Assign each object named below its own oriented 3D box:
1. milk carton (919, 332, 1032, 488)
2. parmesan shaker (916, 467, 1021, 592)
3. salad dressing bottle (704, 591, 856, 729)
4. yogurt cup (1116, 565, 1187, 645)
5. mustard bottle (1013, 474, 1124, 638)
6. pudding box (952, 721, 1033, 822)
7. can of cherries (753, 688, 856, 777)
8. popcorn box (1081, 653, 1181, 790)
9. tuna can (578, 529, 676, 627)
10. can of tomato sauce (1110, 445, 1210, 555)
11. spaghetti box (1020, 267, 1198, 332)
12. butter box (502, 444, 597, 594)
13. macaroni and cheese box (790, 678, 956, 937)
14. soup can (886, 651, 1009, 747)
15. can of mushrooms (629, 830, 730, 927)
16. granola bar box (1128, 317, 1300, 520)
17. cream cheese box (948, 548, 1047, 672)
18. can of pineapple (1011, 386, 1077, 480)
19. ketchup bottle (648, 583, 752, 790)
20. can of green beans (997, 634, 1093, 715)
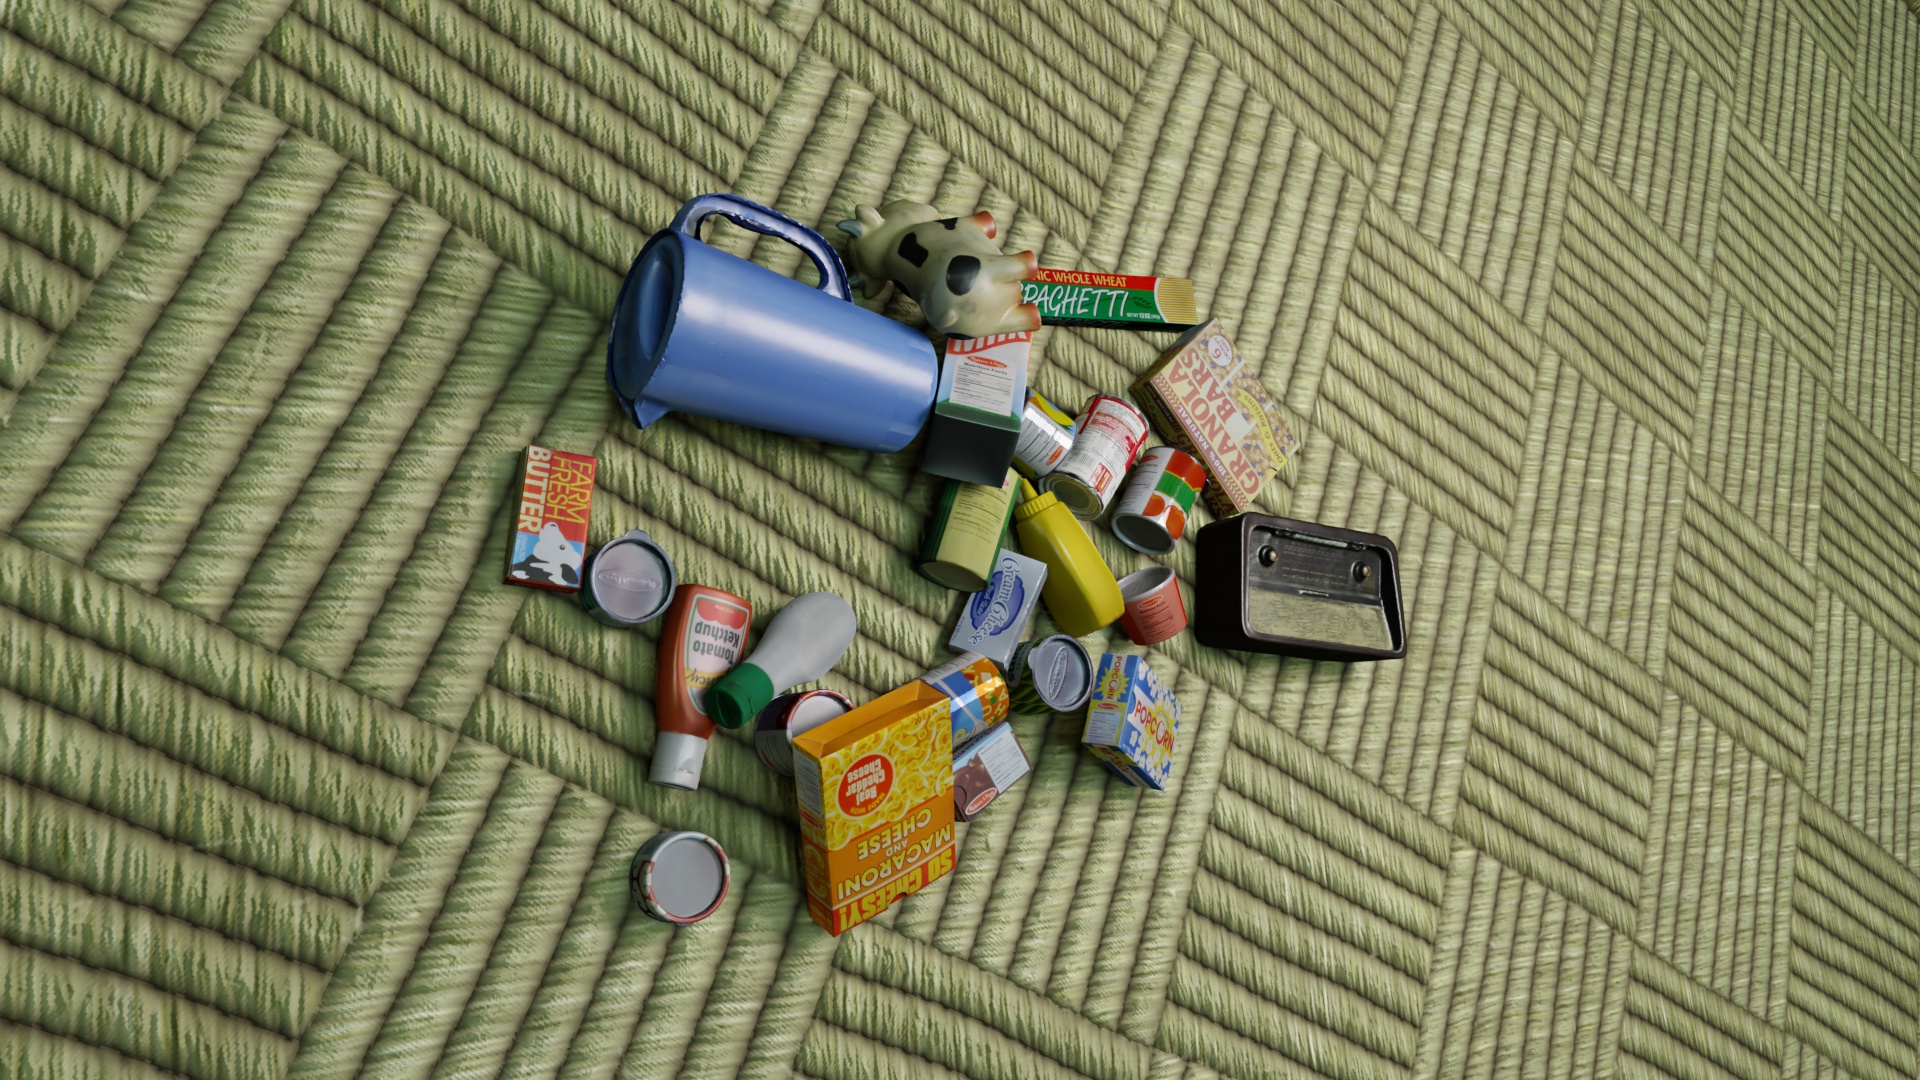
[{"bbox_3d":[0.018,-0.140,1.193,0.073,0.072,0.191,13,48,-4],"label":"milk carton"},{"bbox_3d":[0.004,-0.015,1.193,0.071,0.071,0.103,29,66,-25],"label":"parmesan shaker"},{"bbox_3d":[-0.136,0.091,1.061,0.148,0.044,0.064,-41,129,-51],"label":"salad dressing bottle"},{"bbox_3d":[0.176,0.062,1.290,0.073,0.072,0.054,-34,107,-34],"label":"yogurt cup"},{"bbox_3d":[0.088,0.007,1.245,0.049,0.065,0.160,-28,91,-39],"label":"mustard bottle"},{"bbox_3d":[0.016,0.194,1.173,0.084,0.030,0.049,-33,99,-34],"label":"pudding box"},{"bbox_3d":[-0.117,0.148,1.078,0.071,0.058,0.071,8,76,-32],"label":"can of cherries"},{"bbox_3d":[0.154,0.162,1.235,0.126,0.038,0.085,46,54,-52],"label":"popcorn box"},{"bbox_3d":[-0.248,0.029,1.034,0.071,0.032,0.071,8,75,-32],"label":"tuna can"},{"bbox_3d":[0.190,-0.036,1.319,0.071,0.071,0.083,39,62,-20],"label":"can of tomato sauce"},{"bbox_3d":[0.129,-0.233,1.347,0.251,0.028,0.050,-3,80,-34],"label":"spaghetti box"},{"bbox_3d":[-0.300,-0.016,1.015,0.053,0.024,0.104,12,73,-30],"label":"butter box"},{"bbox_3d":[-0.063,0.205,1.065,0.124,0.040,0.165,-22,122,-35],"label":"macaroni and cheese box"},{"bbox_3d":[-0.010,0.139,1.146,0.084,0.071,0.071,-24,93,-35],"label":"soup can"},{"bbox_3d":[-0.203,0.248,1.014,0.071,0.033,0.071,9,74,-32],"label":"can of mushrooms"},{"bbox_3d":[0.259,-0.124,1.402,0.125,0.039,0.165,-44,104,-32],"label":"granola bar box"},{"bbox_3d":[0.034,0.059,1.204,0.053,0.024,0.104,19,64,12],"label":"cream cheese box"},{"bbox_3d":[0.062,-0.097,1.251,0.058,0.071,0.071,36,62,-22],"label":"can of pineapple"},{"bbox_3d":[-0.200,0.110,1.041,0.064,0.043,0.149,24,67,-38],"label":"ketchup bottle"},{"bbox_3d":[0.073,0.118,1.211,0.071,0.057,0.071,8,75,-32],"label":"can of green beans"}]
